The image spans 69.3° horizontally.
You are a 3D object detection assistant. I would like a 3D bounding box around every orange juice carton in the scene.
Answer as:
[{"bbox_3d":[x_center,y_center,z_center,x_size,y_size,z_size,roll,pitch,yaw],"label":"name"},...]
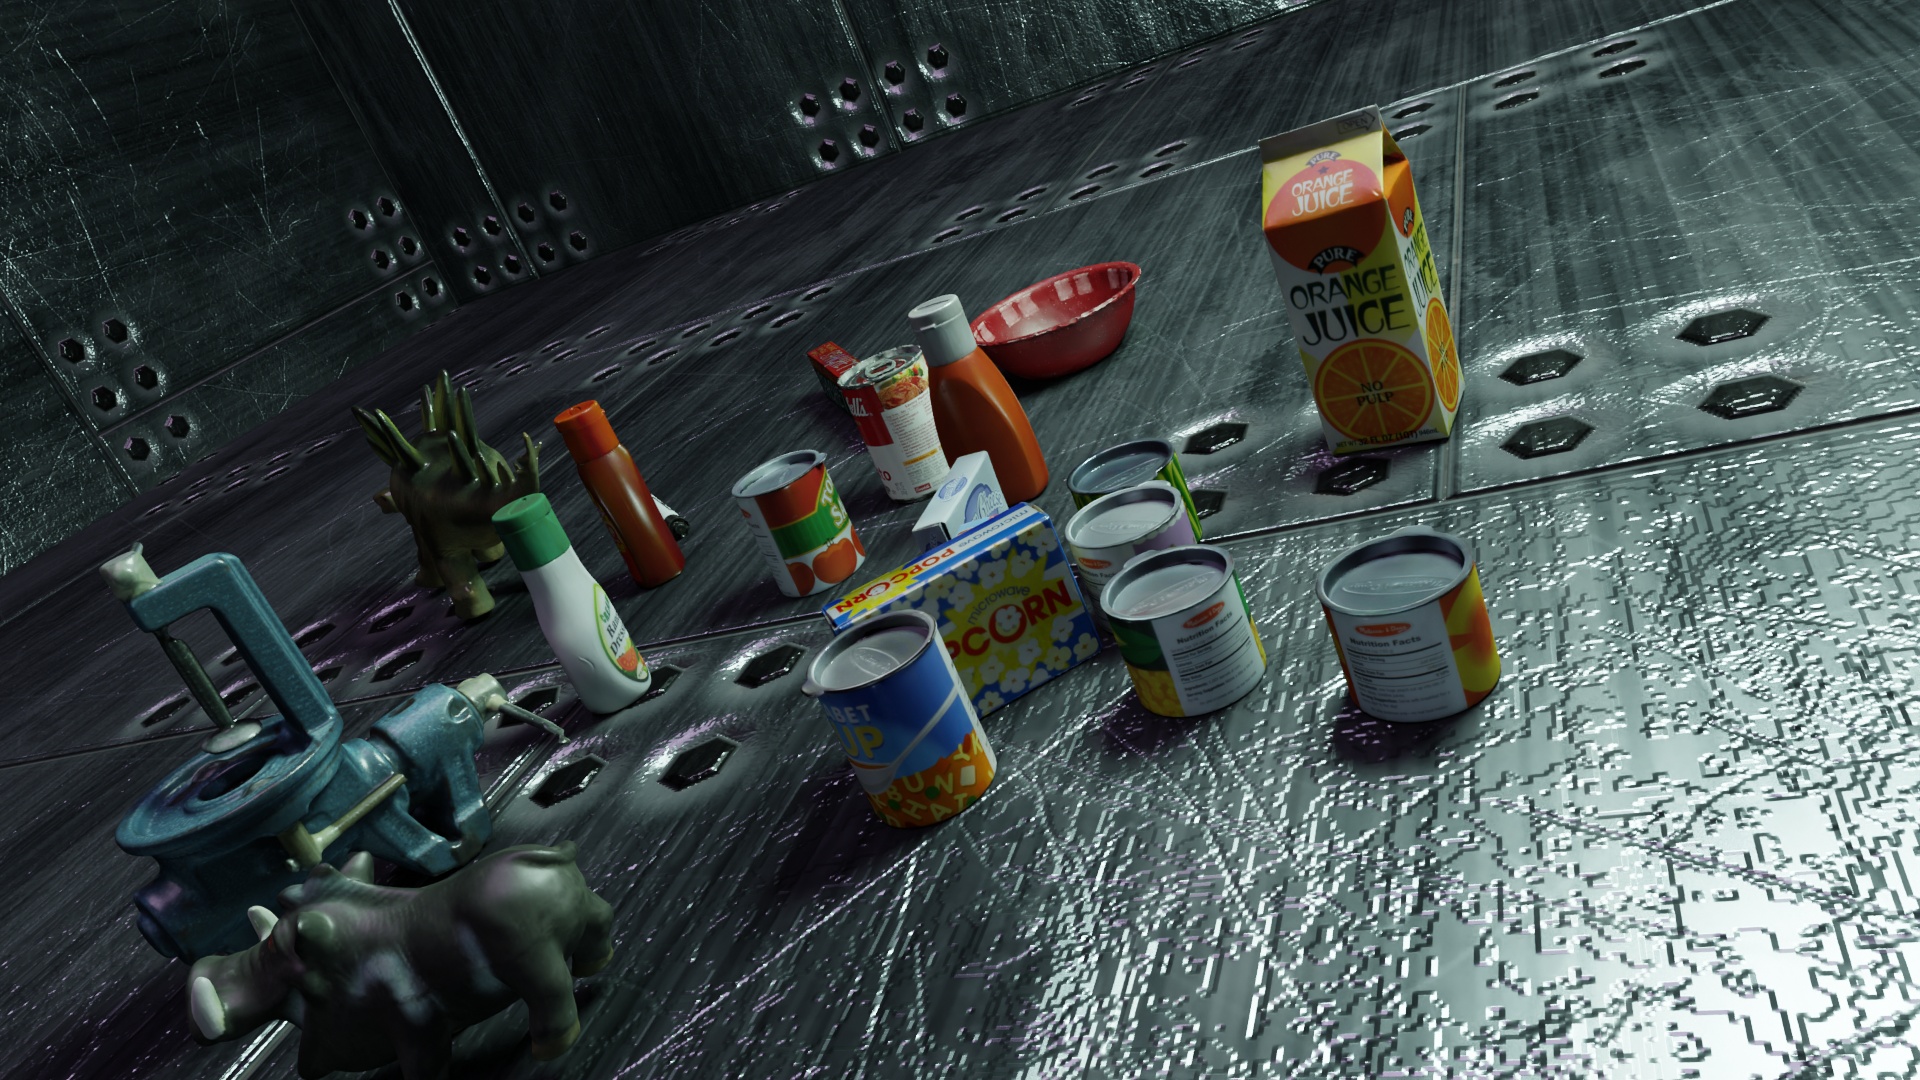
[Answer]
[{"bbox_3d":[0.234,-0.153,0.815,0.071,0.192,0.073,-8,26,33],"label":"orange juice carton"}]

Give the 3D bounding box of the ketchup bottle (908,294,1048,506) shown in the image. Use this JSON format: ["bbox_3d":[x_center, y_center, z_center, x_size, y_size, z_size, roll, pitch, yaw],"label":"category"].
[{"bbox_3d":[0.008,-0.094,0.956,0.064,0.148,0.044,-11,25,27],"label":"ketchup bottle"}]

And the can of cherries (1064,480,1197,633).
[{"bbox_3d":[0.099,0.009,0.754,0.071,0.058,0.072,-20,22,8],"label":"can of cherries"}]

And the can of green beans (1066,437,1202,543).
[{"bbox_3d":[0.103,-0.020,0.817,0.071,0.057,0.071,-20,22,8],"label":"can of green beans"}]

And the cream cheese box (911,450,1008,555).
[{"bbox_3d":[0.003,-0.011,0.898,0.024,0.053,0.104,-13,24,24],"label":"cream cheese box"}]

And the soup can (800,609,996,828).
[{"bbox_3d":[-0.030,0.087,0.668,0.071,0.083,0.071,-20,22,8],"label":"soup can"}]

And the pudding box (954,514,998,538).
[{"bbox_3d":[0.013,0.025,0.811,0.030,0.049,0.084,-15,23,19],"label":"pudding box"}]

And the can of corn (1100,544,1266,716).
[{"bbox_3d":[0.107,0.042,0.671,0.071,0.058,0.071,-20,22,8],"label":"can of corn"}]

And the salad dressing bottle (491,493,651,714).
[{"bbox_3d":[-0.252,0.041,0.899,0.044,0.147,0.064,-21,22,5],"label":"salad dressing bottle"}]

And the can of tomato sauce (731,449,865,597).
[{"bbox_3d":[-0.110,-0.013,0.971,0.071,0.082,0.071,-20,22,8],"label":"can of tomato sauce"}]

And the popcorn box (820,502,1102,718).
[{"bbox_3d":[0.002,0.046,0.727,0.127,0.085,0.038,-28,22,-12],"label":"popcorn box"}]

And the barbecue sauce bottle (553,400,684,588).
[{"bbox_3d":[-0.268,-0.037,1.090,0.044,0.148,0.065,-28,22,-13],"label":"barbecue sauce bottle"}]

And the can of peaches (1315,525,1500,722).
[{"bbox_3d":[0.195,0.036,0.603,0.071,0.058,0.071,-20,22,8],"label":"can of peaches"}]

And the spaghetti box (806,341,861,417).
[{"bbox_3d":[-0.097,-0.141,1.291,0.029,0.050,0.250,-27,22,-9],"label":"spaghetti box"}]
